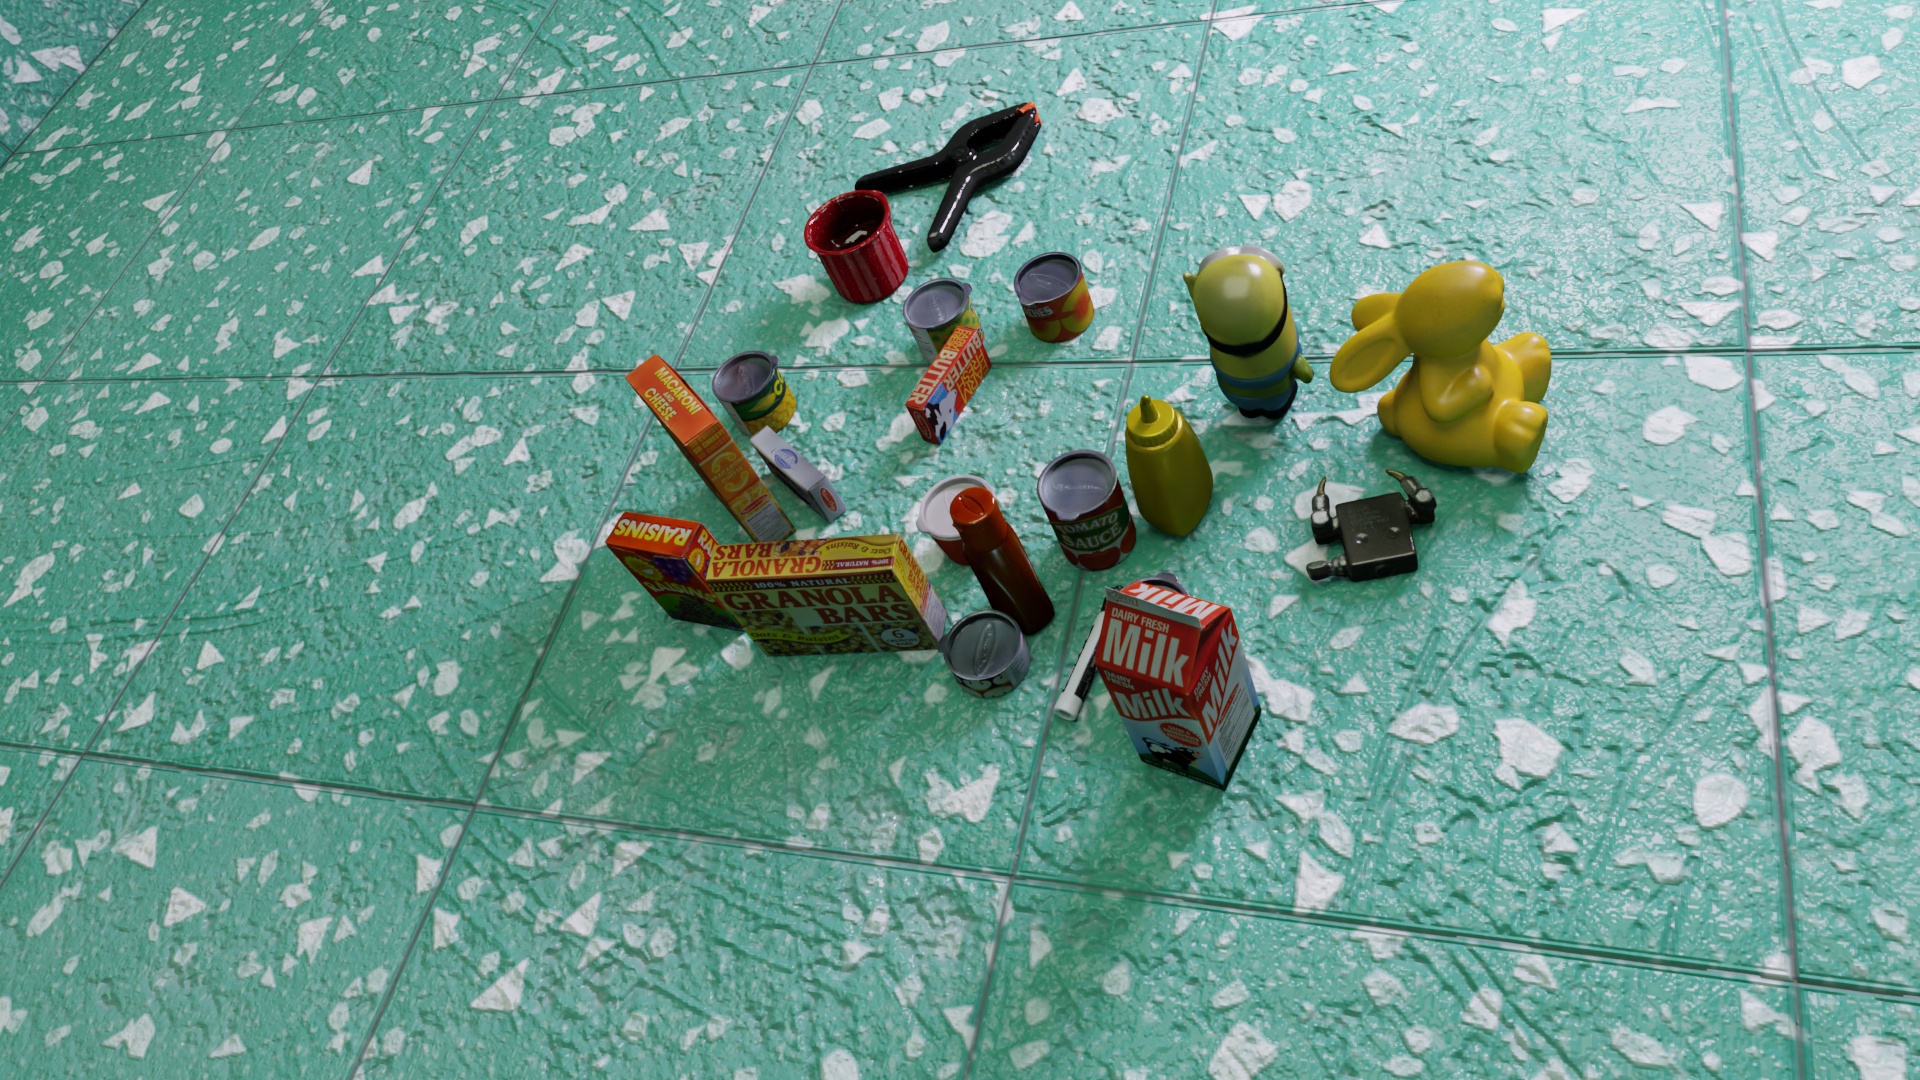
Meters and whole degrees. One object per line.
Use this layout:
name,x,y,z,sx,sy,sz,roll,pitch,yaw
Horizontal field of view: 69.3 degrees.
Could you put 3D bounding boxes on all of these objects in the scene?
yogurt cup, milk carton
yogurt cup,0.004,-0.015,1.196,0.072,0.053,0.073,-10,52,14
milk carton,0.152,0.093,0.970,0.072,0.189,0.074,17,63,30

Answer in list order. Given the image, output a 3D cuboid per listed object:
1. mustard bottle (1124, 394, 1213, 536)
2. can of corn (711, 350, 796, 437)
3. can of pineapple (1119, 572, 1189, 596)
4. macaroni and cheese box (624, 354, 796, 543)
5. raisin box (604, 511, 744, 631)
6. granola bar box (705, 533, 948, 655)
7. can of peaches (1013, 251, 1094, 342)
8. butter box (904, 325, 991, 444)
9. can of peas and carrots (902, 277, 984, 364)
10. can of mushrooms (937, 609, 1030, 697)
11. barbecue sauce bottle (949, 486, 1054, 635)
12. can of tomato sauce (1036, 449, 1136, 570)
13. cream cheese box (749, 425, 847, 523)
mustard bottle,0.161,-0.068,1.106,0.049,0.159,0.065,22,66,33
can of corn,-0.200,-0.145,1.369,0.071,0.058,0.071,-10,52,14
can of pineapple,0.153,0.069,1.074,0.071,0.057,0.071,-10,52,14
macaroni and cheese box,-0.225,-0.078,1.258,0.040,0.165,0.124,-39,51,-9
raisin box,-0.241,0.028,1.214,0.086,0.123,0.040,9,59,27
granola bar box,-0.109,0.048,1.148,0.165,0.123,0.039,-4,54,19
can of peaches,0.088,-0.229,1.320,0.071,0.057,0.071,-10,52,14
butter box,-0.010,-0.146,1.299,0.024,0.053,0.104,17,63,31
can of peas and carrots,-0.014,-0.212,1.346,0.071,0.058,0.071,-10,52,14
can of mushrooms,0.020,0.092,1.124,0.071,0.033,0.071,-10,52,14
barbecue sauce bottle,0.030,0.015,1.103,0.044,0.148,0.065,-41,51,-10
can of tomato sauce,0.105,-0.022,1.144,0.071,0.082,0.071,-11,52,14
cream cheese box,-0.151,-0.061,1.291,0.024,0.053,0.104,-42,52,-11
